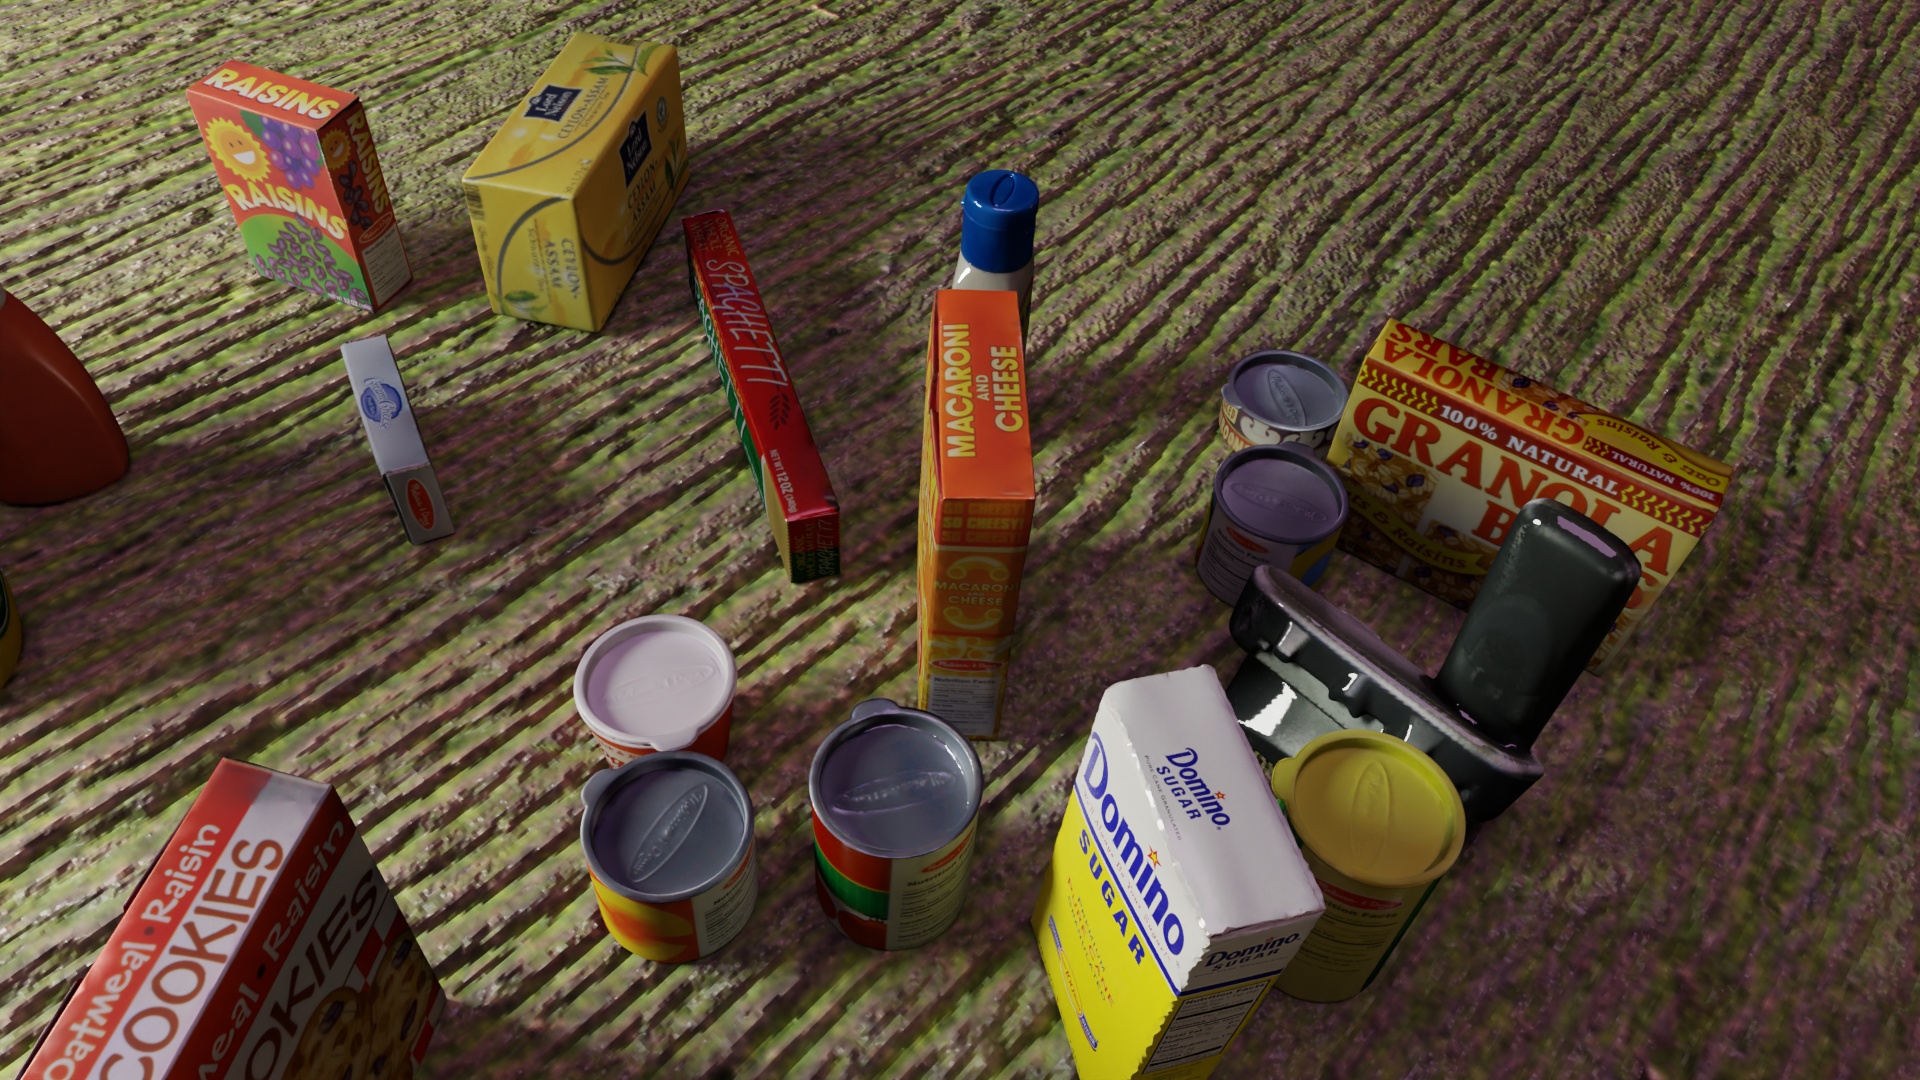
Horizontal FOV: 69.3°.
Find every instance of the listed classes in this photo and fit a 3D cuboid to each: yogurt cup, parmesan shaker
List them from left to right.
[{"bbox_3d":[-0.130,0.074,0.606,0.072,0.053,0.073,2,49,-3],"label":"yogurt cup"},{"bbox_3d":[0.147,0.129,0.549,0.071,0.102,0.072,2,49,-3],"label":"parmesan shaker"}]

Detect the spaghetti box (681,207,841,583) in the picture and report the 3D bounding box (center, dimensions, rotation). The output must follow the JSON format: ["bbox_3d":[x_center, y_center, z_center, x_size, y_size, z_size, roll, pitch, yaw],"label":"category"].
[{"bbox_3d":[-0.110,-0.086,0.749,0.029,0.049,0.251,-12,51,-15],"label":"spaghetti box"}]

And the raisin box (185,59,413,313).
[{"bbox_3d":[-0.365,-0.196,0.775,0.086,0.122,0.040,19,51,12],"label":"raisin box"}]

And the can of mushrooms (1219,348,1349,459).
[{"bbox_3d":[0.176,-0.073,0.772,0.071,0.033,0.071,2,49,-3],"label":"can of mushrooms"}]

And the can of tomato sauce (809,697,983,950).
[{"bbox_3d":[-0.028,0.116,0.559,0.071,0.082,0.071,2,49,-3],"label":"can of tomato sauce"}]

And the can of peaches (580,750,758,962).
[{"bbox_3d":[-0.117,0.126,0.559,0.071,0.057,0.071,2,49,-3],"label":"can of peaches"}]

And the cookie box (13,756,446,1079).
[{"bbox_3d":[-0.225,0.167,0.443,0.040,0.166,0.123,10,49,4],"label":"cookie box"}]

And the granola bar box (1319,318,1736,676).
[{"bbox_3d":[0.260,-0.019,0.672,0.166,0.123,0.039,29,53,19],"label":"granola bar box"}]

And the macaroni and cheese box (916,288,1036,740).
[{"bbox_3d":[0.002,-0.008,0.614,0.040,0.165,0.124,1,49,-4],"label":"macaroni and cheese box"}]

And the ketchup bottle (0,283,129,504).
[{"bbox_3d":[-0.451,-0.081,0.652,0.065,0.148,0.044,-16,52,-17],"label":"ketchup bottle"}]

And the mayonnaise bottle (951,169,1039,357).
[{"bbox_3d":[0.016,-0.121,0.725,0.041,0.147,0.065,15,50,8],"label":"mayonnaise bottle"}]

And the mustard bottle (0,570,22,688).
[{"bbox_3d":[-0.445,0.003,0.572,0.049,0.159,0.065,-11,51,-13],"label":"mustard bottle"}]

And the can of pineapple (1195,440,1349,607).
[{"bbox_3d":[0.156,-0.006,0.696,0.071,0.057,0.071,2,49,-3],"label":"can of pineapple"}]

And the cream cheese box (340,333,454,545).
[{"bbox_3d":[-0.285,-0.052,0.703,0.024,0.053,0.104,-19,53,-20],"label":"cream cheese box"}]
